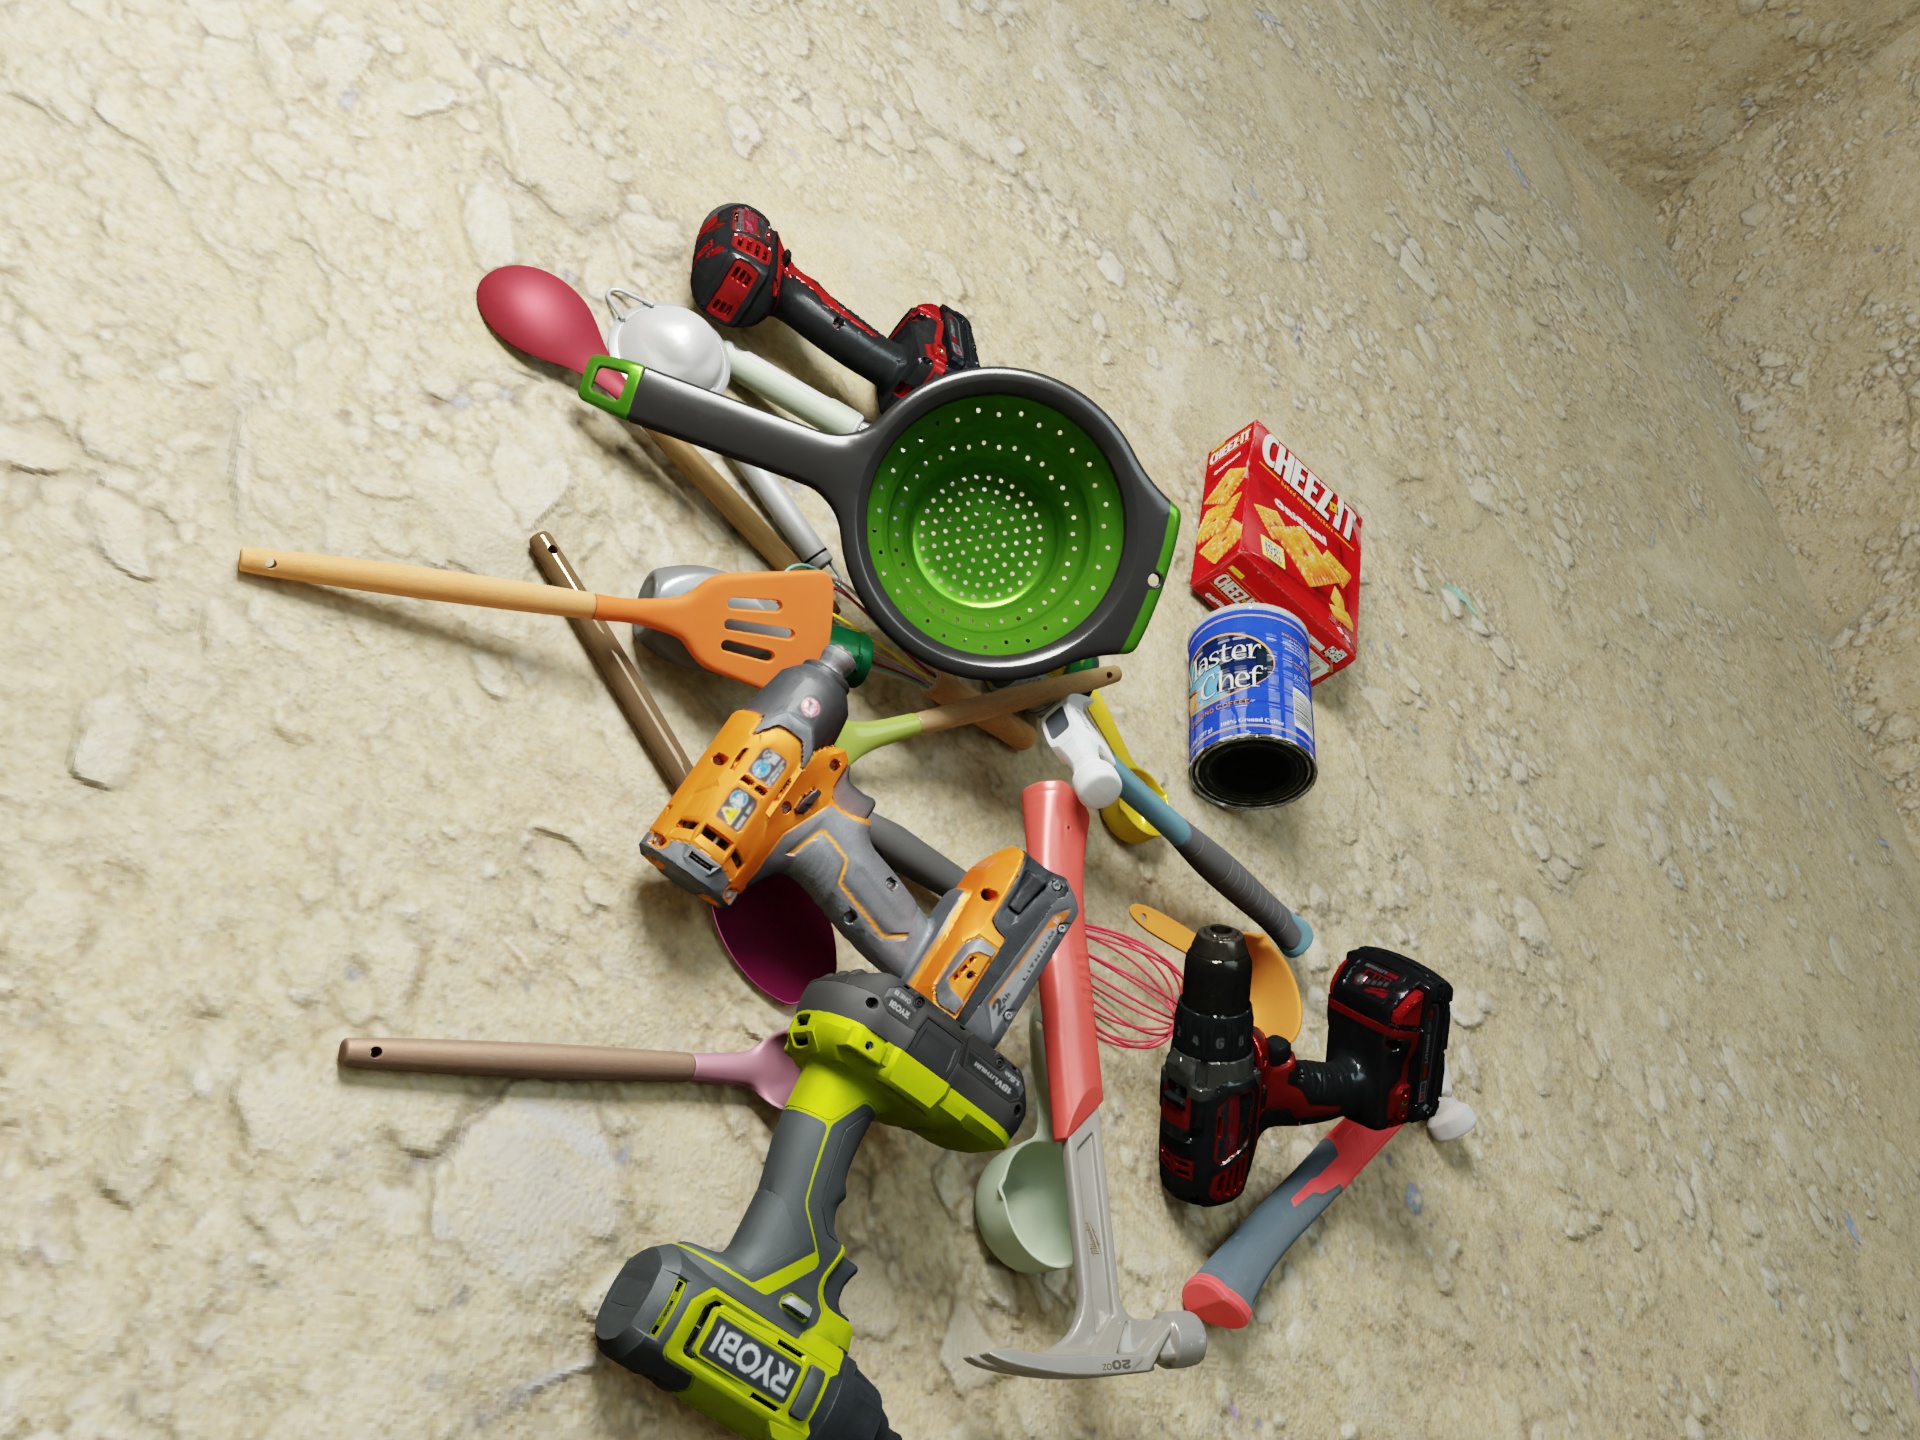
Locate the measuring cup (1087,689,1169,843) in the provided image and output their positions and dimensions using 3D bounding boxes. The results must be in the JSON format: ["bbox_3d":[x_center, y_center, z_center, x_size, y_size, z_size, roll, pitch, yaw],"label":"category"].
[{"bbox_3d":[0.110,0.023,1.217,0.062,0.029,0.157,-10,70,-48],"label":"measuring cup"}]

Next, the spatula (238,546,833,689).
[{"bbox_3d":[-0.227,-0.067,0.888,0.322,0.041,0.081,6,97,-30],"label":"spatula"}]

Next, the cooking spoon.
[{"bbox_3d":[-0.169,0.025,0.940,0.069,0.017,0.319,-29,86,-35],"label":"cooking spoon"}]

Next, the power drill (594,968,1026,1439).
[{"bbox_3d":[-0.061,0.258,0.821,0.171,0.080,0.223,40,59,-20],"label":"power drill"}]

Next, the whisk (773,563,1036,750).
[{"bbox_3d":[-0.038,-0.039,1.101,0.244,0.047,0.051,30,49,-34],"label":"whisk"}]

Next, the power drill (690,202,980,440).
[{"bbox_3d":[-0.098,-0.304,1.182,0.219,0.078,0.143,27,30,-24],"label":"power drill"}]

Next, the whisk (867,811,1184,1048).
[{"bbox_3d":[0.039,0.135,1.048,0.295,0.073,0.073,34,44,-18],"label":"whisk"}]

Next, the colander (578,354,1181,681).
[{"bbox_3d":[-0.057,-0.155,1.064,0.397,0.094,0.204,19,89,-6],"label":"colander"}]

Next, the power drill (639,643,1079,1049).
[{"bbox_3d":[-0.047,0.072,0.915,0.226,0.084,0.164,37,74,-12],"label":"power drill"}]

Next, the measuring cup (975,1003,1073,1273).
[{"bbox_3d":[0.042,0.257,0.984,0.083,0.038,0.168,26,47,-32],"label":"measuring cup"}]

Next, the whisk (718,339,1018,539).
[{"bbox_3d":[-0.069,-0.205,1.140,0.246,0.059,0.058,29,14,-6],"label":"whisk"}]

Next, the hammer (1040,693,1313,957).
[{"bbox_3d":[0.165,0.088,1.151,0.330,0.033,0.128,40,16,-37],"label":"hammer"}]

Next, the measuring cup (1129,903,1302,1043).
[{"bbox_3d":[0.171,0.184,1.151,0.173,0.052,0.095,33,45,-23],"label":"measuring cup"}]

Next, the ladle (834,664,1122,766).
[{"bbox_3d":[-0.002,-0.003,1.055,0.320,0.062,0.078,-14,95,-37],"label":"ladle"}]

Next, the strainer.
[{"bbox_3d":[-0.156,-0.198,1.090,0.087,0.050,0.258,-39,98,-35],"label":"strainer"}]

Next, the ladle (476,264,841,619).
[{"bbox_3d":[-0.191,-0.182,1.053,0.315,0.031,0.069,46,50,-15],"label":"ladle"}]

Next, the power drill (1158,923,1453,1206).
[{"bbox_3d":[0.230,0.215,1.083,0.226,0.080,0.188,-8,107,-33],"label":"power drill"}]

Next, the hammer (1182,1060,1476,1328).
[{"bbox_3d":[0.263,0.314,1.166,0.386,0.038,0.143,-21,79,-50],"label":"hammer"}]

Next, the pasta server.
[{"bbox_3d":[-0.161,0.179,0.830,0.316,0.040,0.060,13,68,-38],"label":"pasta server"}]

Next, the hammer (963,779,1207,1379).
[{"bbox_3d":[0.060,0.204,0.962,0.149,0.036,0.359,11,59,-28],"label":"hammer"}]
